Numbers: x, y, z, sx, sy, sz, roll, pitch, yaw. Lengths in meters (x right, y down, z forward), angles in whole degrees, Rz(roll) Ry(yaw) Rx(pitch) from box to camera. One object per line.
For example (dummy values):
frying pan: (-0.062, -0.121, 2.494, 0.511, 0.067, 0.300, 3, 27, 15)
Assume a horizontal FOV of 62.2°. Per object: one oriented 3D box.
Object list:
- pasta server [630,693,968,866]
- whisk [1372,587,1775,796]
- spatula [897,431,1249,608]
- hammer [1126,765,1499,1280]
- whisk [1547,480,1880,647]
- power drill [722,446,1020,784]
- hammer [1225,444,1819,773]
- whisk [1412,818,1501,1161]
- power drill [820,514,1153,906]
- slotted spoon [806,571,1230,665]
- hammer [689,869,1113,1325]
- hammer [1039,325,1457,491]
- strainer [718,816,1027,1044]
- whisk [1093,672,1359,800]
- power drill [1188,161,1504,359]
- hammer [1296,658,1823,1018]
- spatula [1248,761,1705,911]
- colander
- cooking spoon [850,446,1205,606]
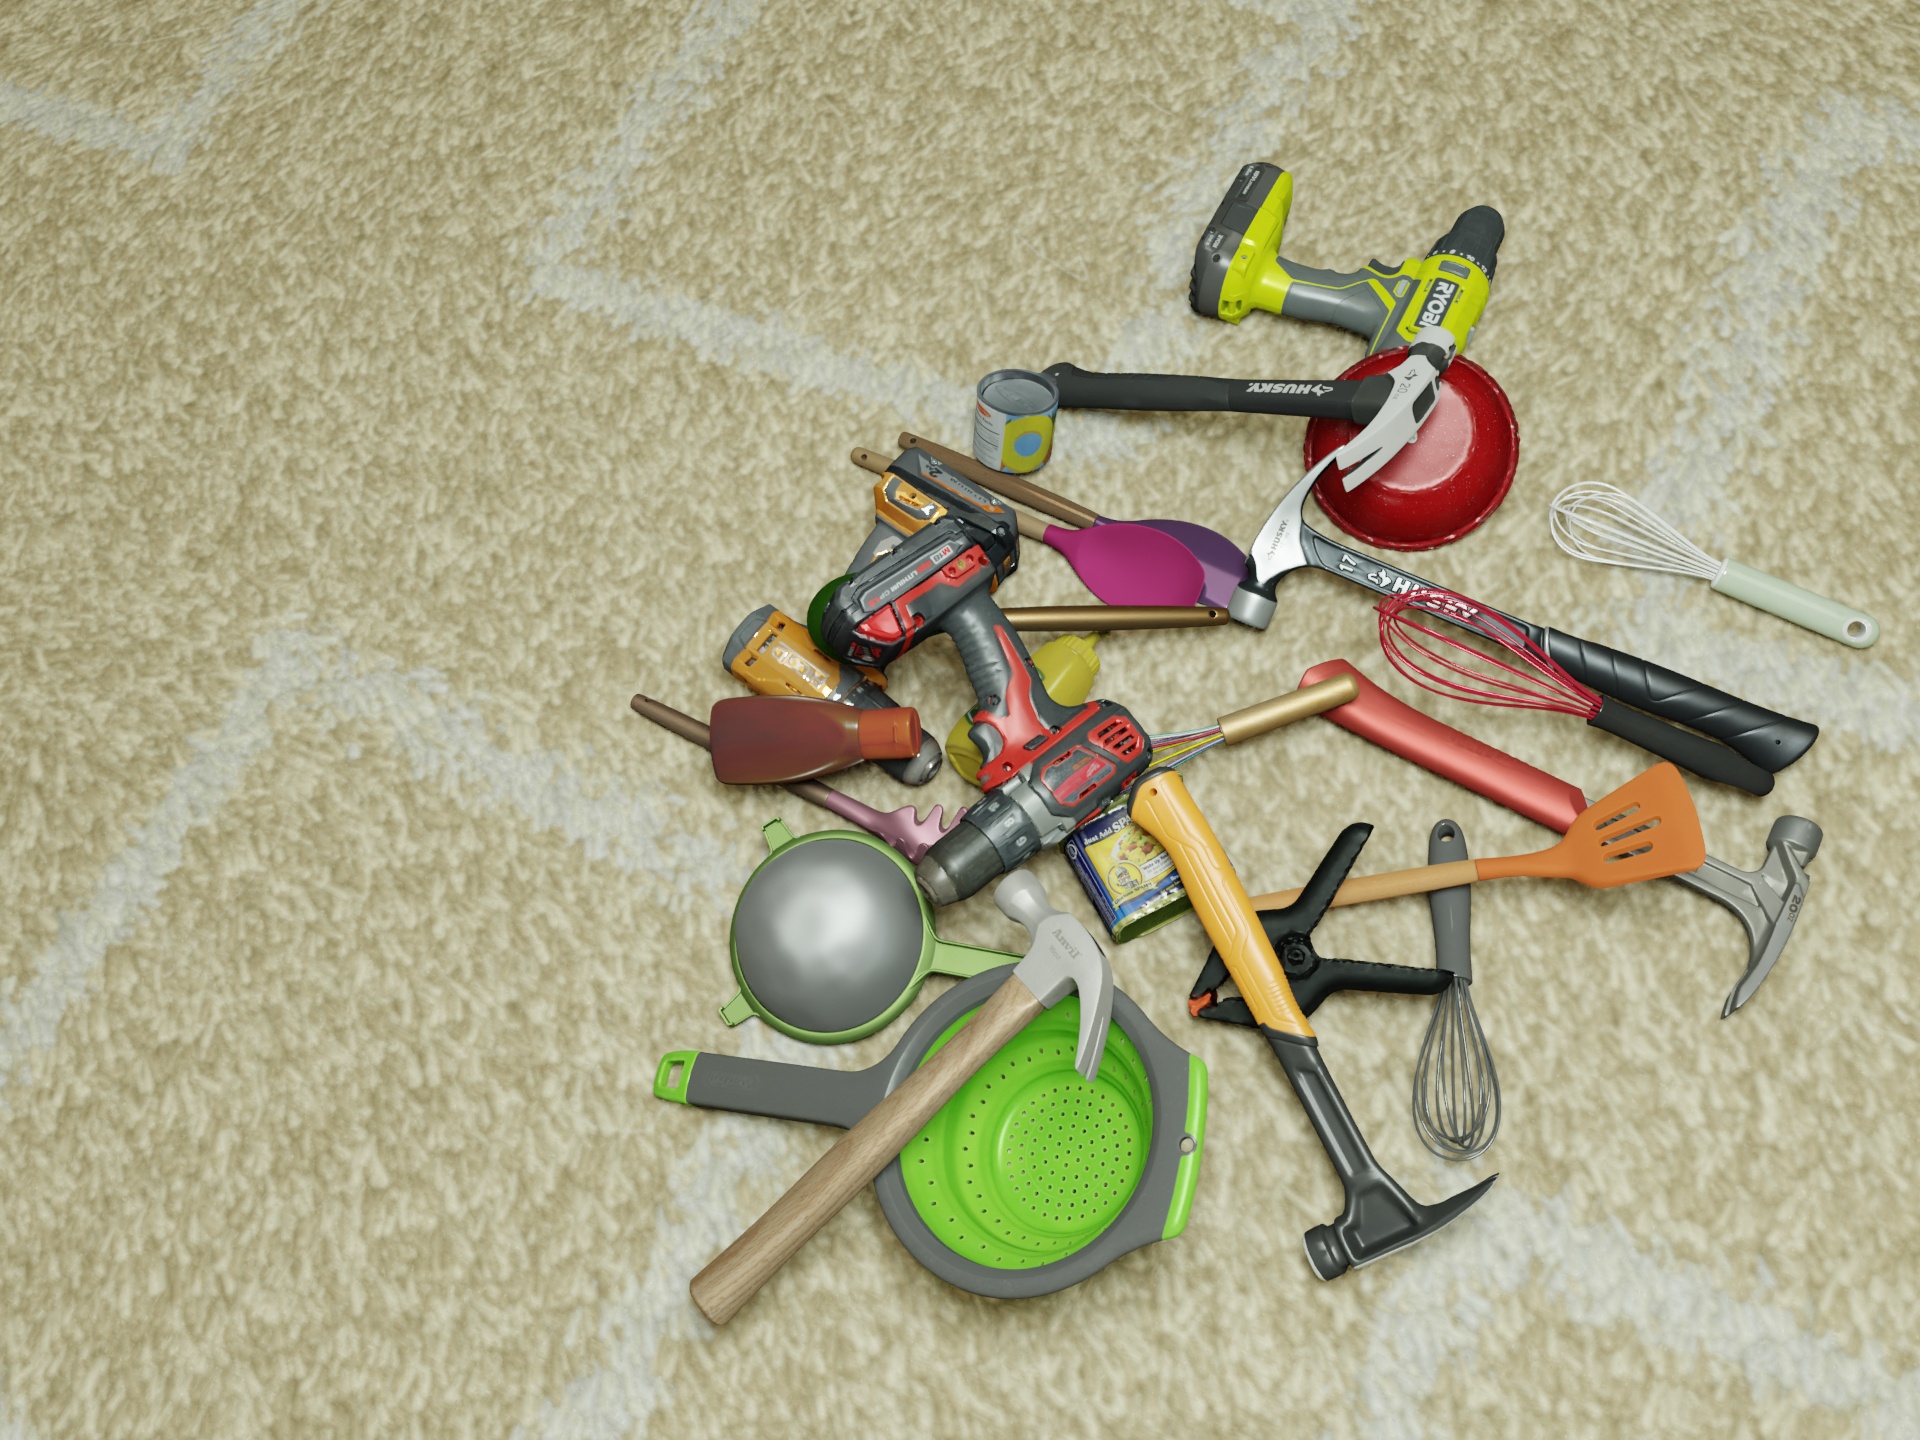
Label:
pasta server: (-0.118, 0.041, 1.182, 0.316, 0.040, 0.060, 25, 34, 20)
whisk: (0.421, -0.015, 1.099, 0.296, 0.073, 0.073, 25, 69, 5)
spatula: (0.087, -0.169, 1.271, 0.316, 0.018, 0.060, 26, 78, 17)
hammer: (0.206, 0.176, 1.022, 0.127, 0.034, 0.337, -32, 72, 17)
whisk: (0.552, -0.112, 1.173, 0.246, 0.059, 0.057, 26, 106, 15)
power drill: (-0.044, -0.075, 1.209, 0.185, 0.084, 0.226, 35, 77, 15)
hammer: (0.407, -0.065, 1.147, 0.409, 0.036, 0.149, 25, 101, 13)
whisk: (0.326, 0.173, 1.058, 0.055, 0.055, 0.239, 3, 59, 9)
power drill: (-0.002, -0.003, 1.078, 0.188, 0.080, 0.227, -37, 85, -18)
slotted spoon: (0.046, -0.076, 1.163, 0.313, 0.031, 0.070, -1, 80, -9)
hammer: (-0.037, 0.248, 0.979, 0.331, 0.031, 0.130, -44, 53, 0)
hammer: (0.195, -0.247, 1.221, 0.335, 0.035, 0.146, 11, 56, 37)
strainer: (-0.046, 0.152, 1.078, 0.256, 0.069, 0.151, 8, 77, 16)
whisk: (0.166, 0.014, 1.142, 0.245, 0.047, 0.051, -20, 73, 5)
power drill: (0.323, -0.375, 1.314, 0.228, 0.080, 0.191, 24, 70, 15)
hammer: (0.397, 0.059, 1.109, 0.359, 0.036, 0.149, 28, 70, 18)
spatula: (0.319, 0.099, 1.062, 0.322, 0.041, 0.081, -12, 52, 15)
colander: (-0.020, 0.262, 1.041, 0.397, 0.094, 0.205, 1, 65, 28)
cooking spoon: (0.047, -0.159, 1.267, 0.319, 0.017, 0.068, 25, 102, 20)
